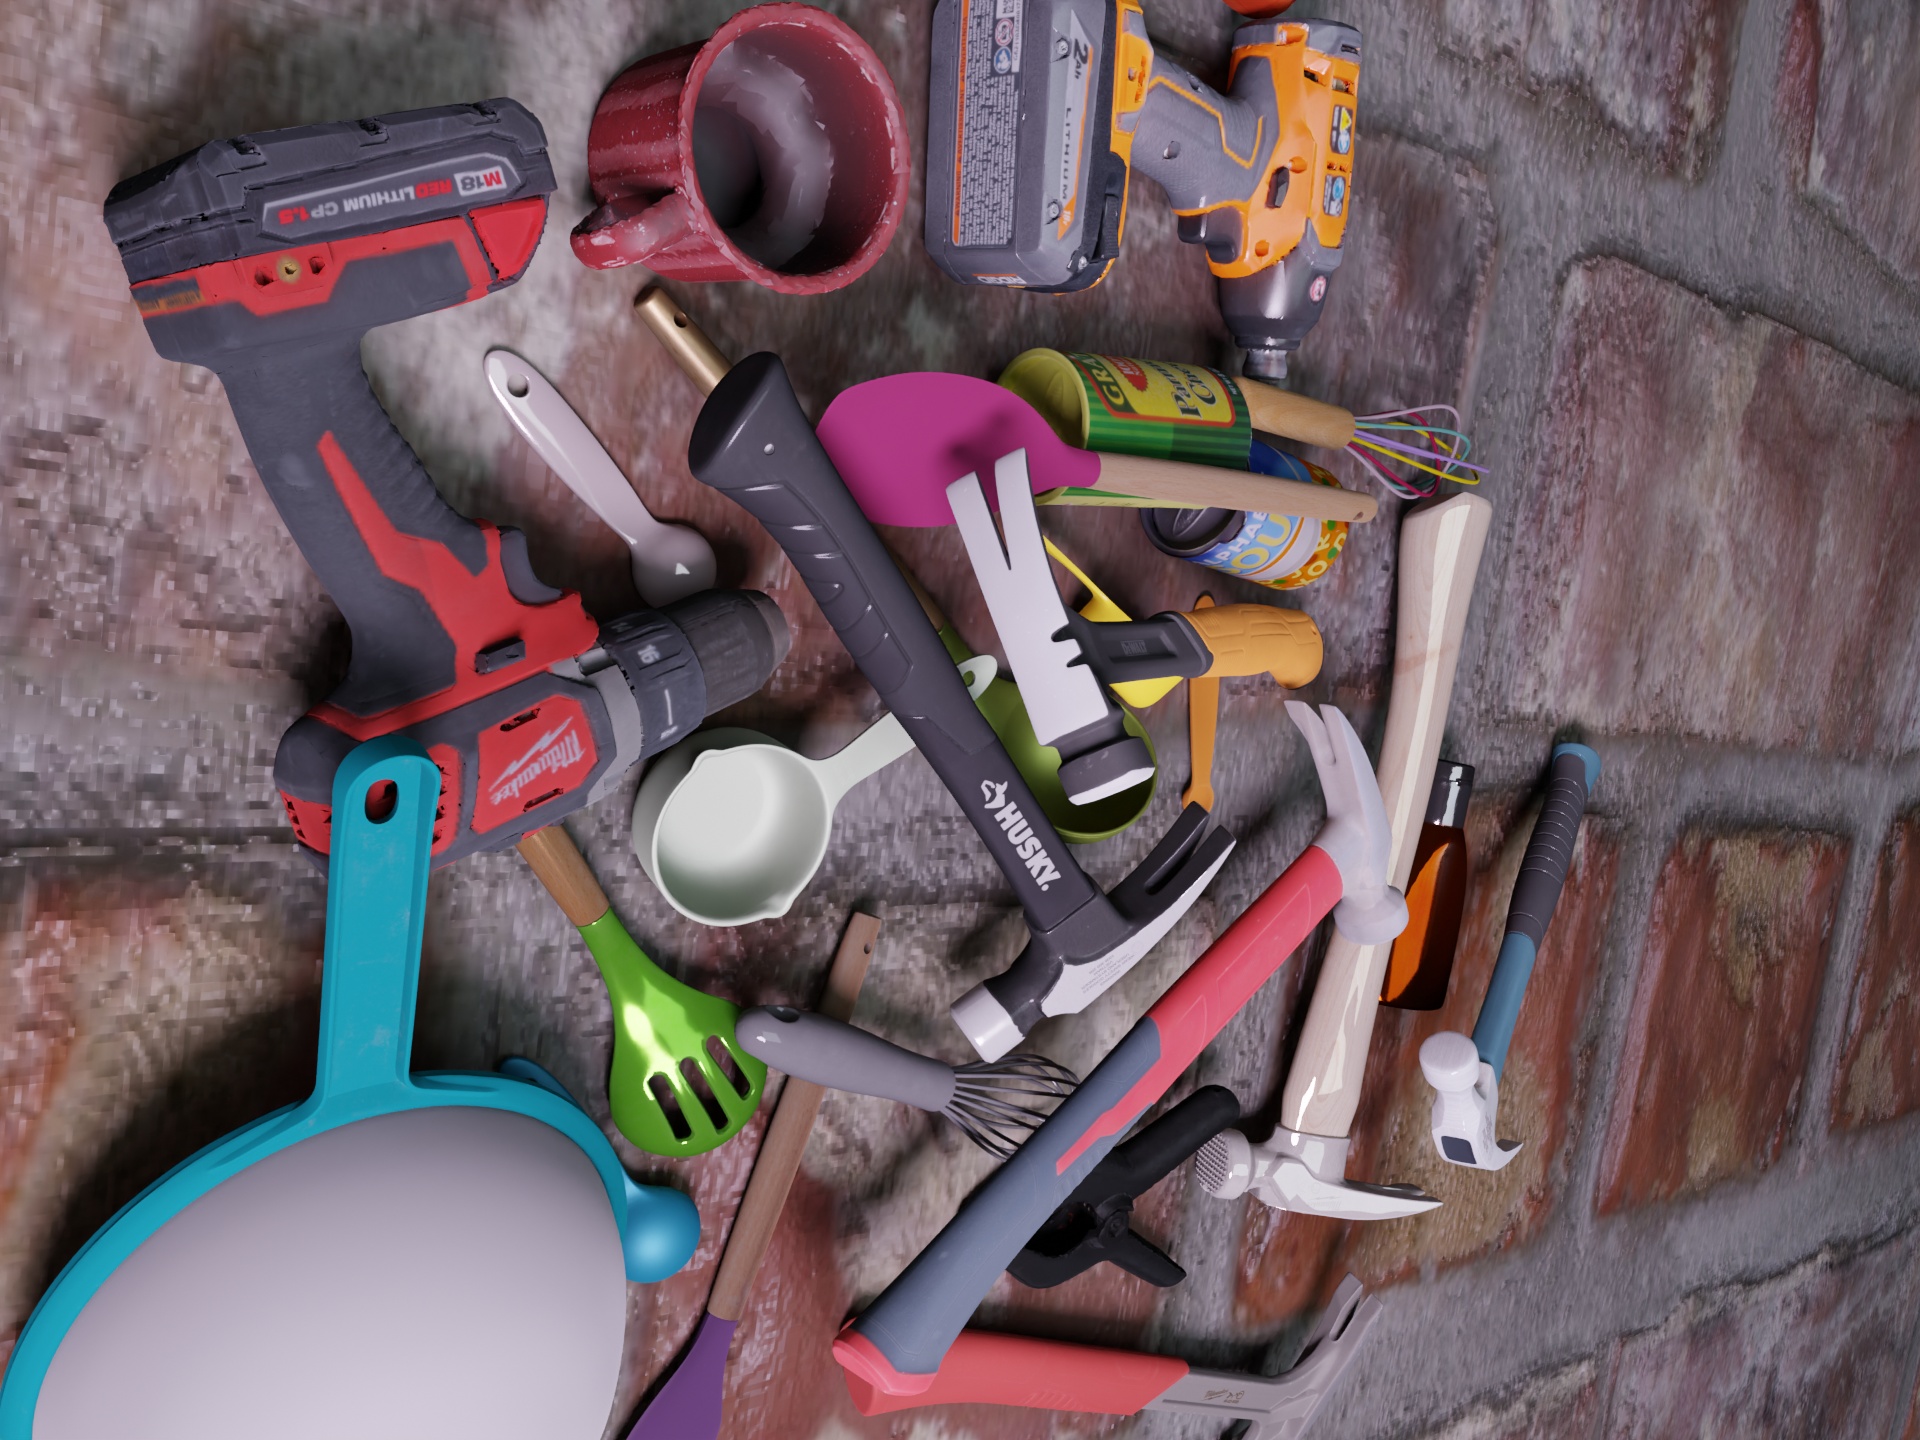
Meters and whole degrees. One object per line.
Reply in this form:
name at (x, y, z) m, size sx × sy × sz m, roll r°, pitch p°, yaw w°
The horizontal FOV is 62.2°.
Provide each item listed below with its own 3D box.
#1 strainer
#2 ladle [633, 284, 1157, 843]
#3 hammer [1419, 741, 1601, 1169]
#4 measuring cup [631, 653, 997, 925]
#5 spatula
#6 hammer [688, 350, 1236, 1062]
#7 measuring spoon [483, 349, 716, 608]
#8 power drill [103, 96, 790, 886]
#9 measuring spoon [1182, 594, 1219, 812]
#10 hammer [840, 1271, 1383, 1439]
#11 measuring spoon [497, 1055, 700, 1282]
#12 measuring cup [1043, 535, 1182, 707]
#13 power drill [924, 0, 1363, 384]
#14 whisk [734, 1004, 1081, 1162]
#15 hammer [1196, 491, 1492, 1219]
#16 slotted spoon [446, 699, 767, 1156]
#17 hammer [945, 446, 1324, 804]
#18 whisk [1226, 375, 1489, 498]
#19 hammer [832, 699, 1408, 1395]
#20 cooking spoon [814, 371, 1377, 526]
strainer at (-0.175, 0.172, 0.497) m, size 0.211 × 0.095 × 0.340 m, roll -8°, pitch 123°, yaw -38°
ladle at (-0.018, -0.058, 0.664) m, size 0.319 × 0.062 × 0.078 m, roll 48°, pitch 53°, yaw -33°
hammer at (0.339, 0.126, 0.955) m, size 0.331 × 0.033 × 0.128 m, roll -54°, pitch 136°, yaw -40°
measuring cup at (-0.058, 0.015, 0.645) m, size 0.167 × 0.038 × 0.083 m, roll -35°, pitch 124°, yaw -21°
spatula at (-0.096, 0.232, 0.689) m, size 0.059 × 0.018 × 0.316 m, roll 25°, pitch 85°, yaw -48°
hammer at (-0.001, -0.002, 0.619) m, size 0.146 × 0.035 × 0.334 m, roll -36°, pitch 128°, yaw -5°
measuring spoon at (-0.130, -0.087, 0.586) m, size 0.034 × 0.018 × 0.124 m, roll -51°, pitch 126°, yaw -18°
power drill at (-0.152, -0.076, 0.519) m, size 0.188 × 0.080 × 0.226 m, roll -28°, pitch 115°, yaw -39°
measuring spoon at (0.123, -0.007, 0.825) m, size 0.021 × 0.011 × 0.117 m, roll -6°, pitch 101°, yaw -38°
hammer at (0.085, 0.342, 0.841) m, size 0.358 × 0.037 × 0.149 m, roll 26°, pitch 98°, yaw -39°
measuring spoon at (-0.144, 0.181, 0.630) m, size 0.042 × 0.021 × 0.128 m, roll -34°, pitch 119°, yaw -9°
measuring cup at (0.042, -0.060, 0.725) m, size 0.029 × 0.062 × 0.156 m, roll -47°, pitch 116°, yaw 4°
power drill at (0.092, -0.232, 0.700) m, size 0.226 × 0.084 × 0.164 m, roll -10°, pitch 108°, yaw -42°
whisk at (-0.013, 0.160, 0.711) m, size 0.238 × 0.055 × 0.055 m, roll 29°, pitch 81°, yaw -44°
hammer at (0.247, 0.077, 0.898) m, size 0.146 × 0.038 × 0.410 m, roll 13°, pitch 91°, yaw -18°
slotted spoon at (-0.153, 0.055, 0.596) m, size 0.070 × 0.031 × 0.313 m, roll -35°, pitch 119°, yaw -18°
hammer at (0.100, -0.041, 0.700) m, size 0.336 × 0.034 × 0.127 m, roll -6°, pitch 73°, yaw -63°
whisk at (0.202, -0.148, 0.819) m, size 0.244 × 0.051 × 0.047 m, roll 1°, pitch 72°, yaw -47°
hammer at (0.081, 0.146, 0.735) m, size 0.386 × 0.038 × 0.143 m, roll -39°, pitch 119°, yaw -31°
cooking spoon at (0.071, -0.101, 0.659) m, size 0.318 × 0.017 × 0.068 m, roll 0°, pitch 134°, yaw -39°
